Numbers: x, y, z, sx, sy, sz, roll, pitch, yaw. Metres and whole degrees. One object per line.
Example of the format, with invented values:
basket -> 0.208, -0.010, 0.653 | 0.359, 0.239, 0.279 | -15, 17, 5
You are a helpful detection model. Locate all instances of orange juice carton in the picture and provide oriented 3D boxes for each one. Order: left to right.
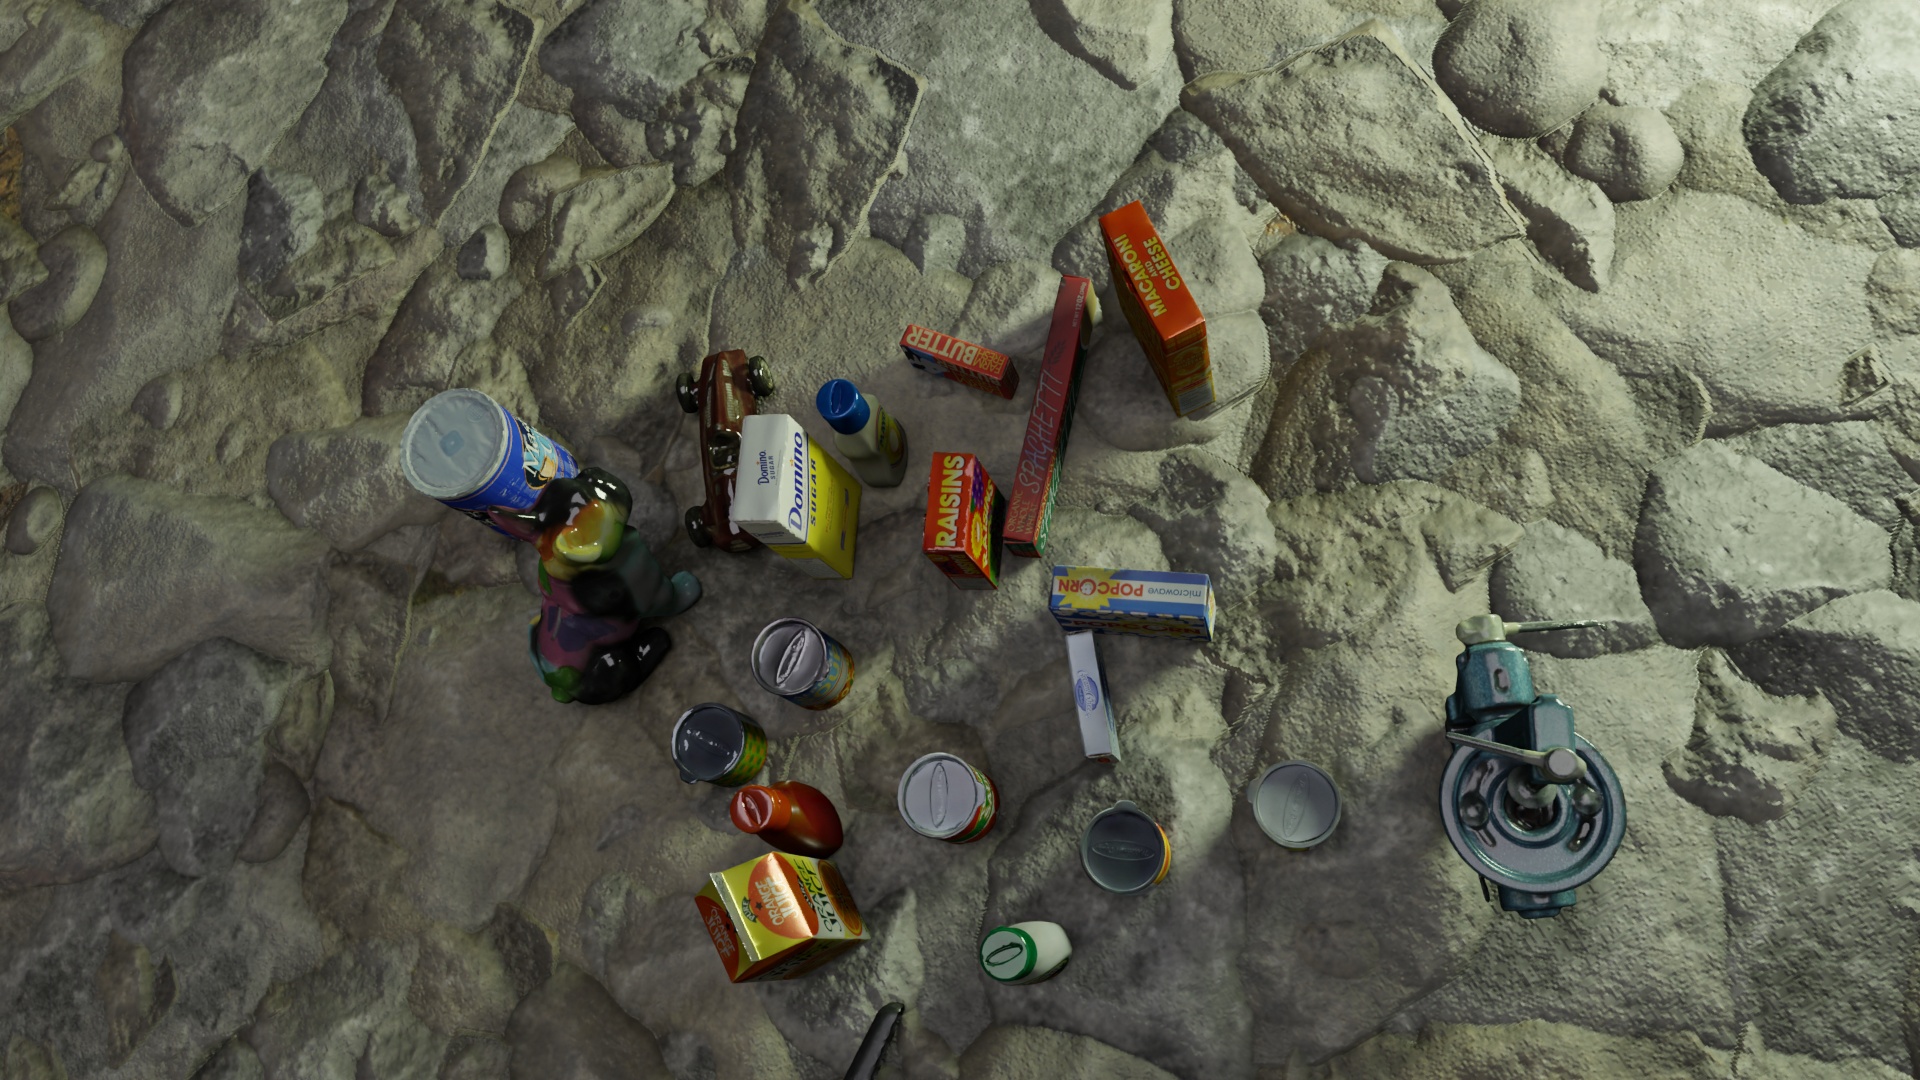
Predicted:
orange juice carton -> -0.140, 0.291, 1.069 | 0.073, 0.192, 0.072 | -31, 69, 3

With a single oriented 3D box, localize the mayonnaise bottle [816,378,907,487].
mayonnaise bottle -> -0.084, -0.095, 1.196 | 0.041, 0.148, 0.065 | 0, 74, 14

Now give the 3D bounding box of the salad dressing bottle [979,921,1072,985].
salad dressing bottle -> 0.046, 0.310, 1.042 | 0.064, 0.147, 0.044 | -24, 70, 6

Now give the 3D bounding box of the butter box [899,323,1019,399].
butter box -> 0.000, -0.160, 1.246 | 0.103, 0.053, 0.024 | 21, 80, 18

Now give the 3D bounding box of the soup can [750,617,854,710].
soup can -> -0.130, 0.107, 1.180 | 0.071, 0.083, 0.071 | -4, 73, 13

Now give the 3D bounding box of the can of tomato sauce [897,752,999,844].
can of tomato sauce -> -0.006, 0.209, 1.120 | 0.071, 0.083, 0.071 | -4, 73, 13

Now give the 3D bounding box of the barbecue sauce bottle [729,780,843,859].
barbecue sauce bottle -> -0.140, 0.221, 1.113 | 0.043, 0.148, 0.065 | -33, 69, 3

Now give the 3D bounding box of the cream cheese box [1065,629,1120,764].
cream cheese box -> 0.108, 0.129, 1.133 | 0.024, 0.053, 0.104 | -11, 71, 10

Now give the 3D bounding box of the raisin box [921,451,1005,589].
raisin box -> 0.004, -0.015, 1.163 | 0.040, 0.123, 0.086 | 2, 75, 14

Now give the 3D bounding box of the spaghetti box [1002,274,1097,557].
spaghetti box -> 0.079, -0.108, 1.213 | 0.029, 0.050, 0.250 | 9, 76, 16

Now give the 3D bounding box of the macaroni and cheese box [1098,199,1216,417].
macaroni and cheese box -> 0.165, -0.188, 1.154 | 0.040, 0.166, 0.124 | -26, 70, 5

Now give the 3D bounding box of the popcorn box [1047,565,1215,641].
popcorn box -> 0.141, 0.052, 1.131 | 0.127, 0.085, 0.038 | 3, 75, 14

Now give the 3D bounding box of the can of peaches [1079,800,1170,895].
can of peaches -> 0.131, 0.242, 1.090 | 0.071, 0.058, 0.071 | -4, 73, 12

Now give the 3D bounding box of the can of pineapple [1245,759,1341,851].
can of pineapple -> 0.258, 0.204, 1.072 | 0.071, 0.057, 0.071 | -4, 73, 12

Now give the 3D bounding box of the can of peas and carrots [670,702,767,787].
can of peas and carrots -> -0.207, 0.178, 1.190 | 0.071, 0.058, 0.071 | -4, 73, 12
